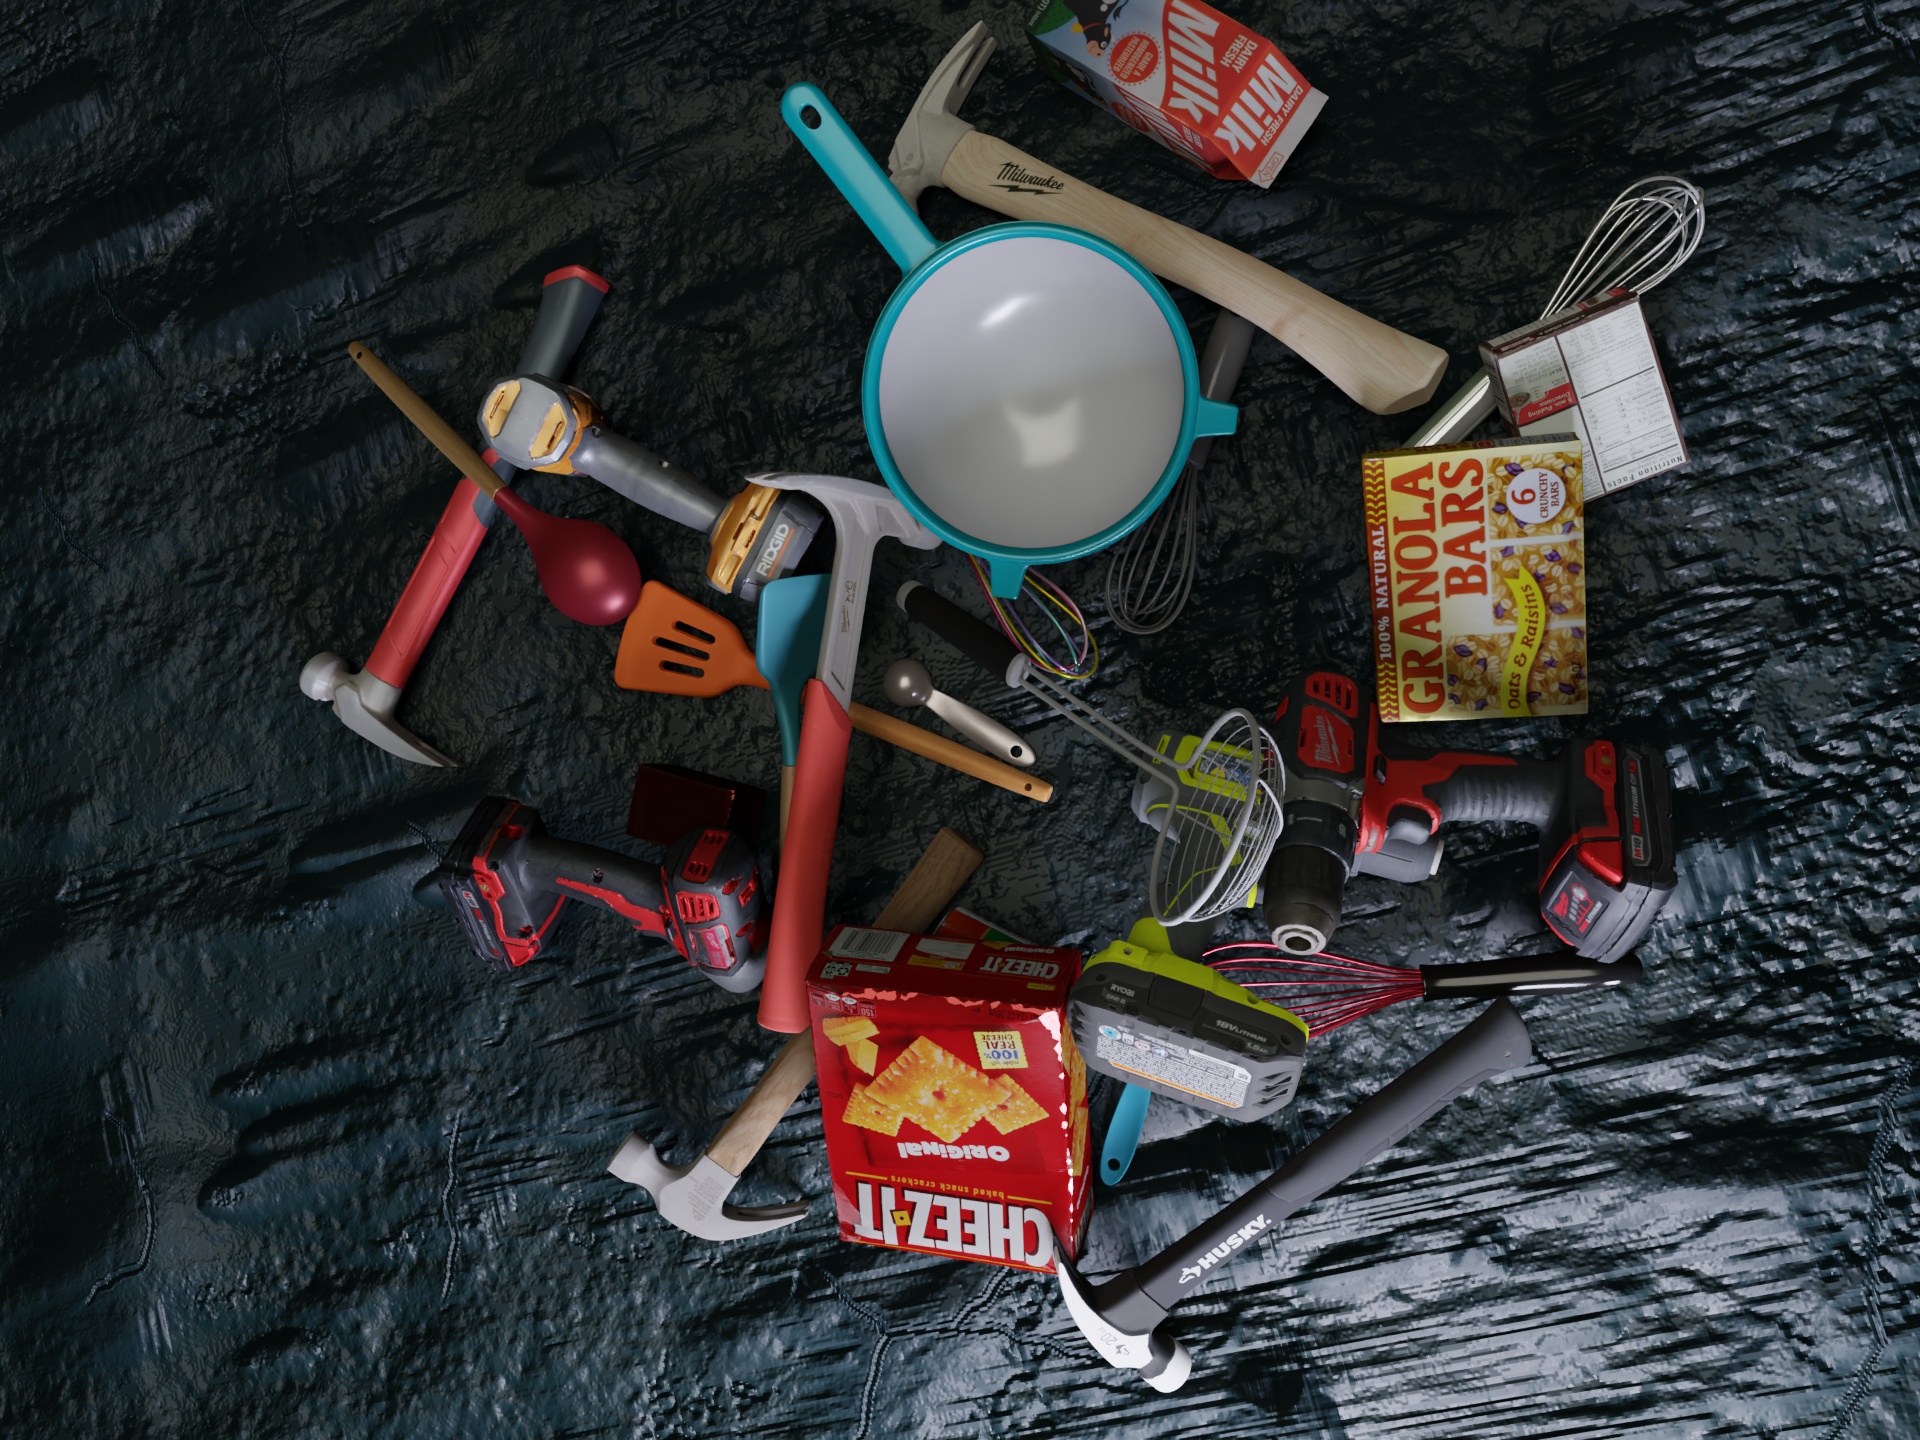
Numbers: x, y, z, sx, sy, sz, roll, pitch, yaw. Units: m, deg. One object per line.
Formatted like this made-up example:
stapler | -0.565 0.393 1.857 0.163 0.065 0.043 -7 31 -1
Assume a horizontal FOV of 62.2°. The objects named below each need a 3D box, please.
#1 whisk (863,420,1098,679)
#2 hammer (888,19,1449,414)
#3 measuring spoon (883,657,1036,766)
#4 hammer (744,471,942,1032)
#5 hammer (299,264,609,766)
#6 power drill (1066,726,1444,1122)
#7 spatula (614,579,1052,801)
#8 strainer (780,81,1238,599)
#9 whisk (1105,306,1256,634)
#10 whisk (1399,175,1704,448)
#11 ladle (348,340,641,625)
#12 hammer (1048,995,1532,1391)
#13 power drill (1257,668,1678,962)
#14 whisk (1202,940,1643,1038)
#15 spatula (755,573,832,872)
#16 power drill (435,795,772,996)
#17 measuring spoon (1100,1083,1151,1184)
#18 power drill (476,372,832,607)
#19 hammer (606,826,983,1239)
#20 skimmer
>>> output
whisk | 0.012 -0.121 1.083 0.047 0.051 0.245 -35 74 -9
hammer | 0.131 -0.318 1.034 0.411 0.038 0.146 32 95 21
measuring spoon | -0.002 -0.003 1.089 0.124 0.018 0.034 32 96 14
hammer | -0.096 0.023 1.027 0.037 0.149 0.359 13 95 47
hammer | -0.351 -0.155 1.187 0.143 0.038 0.386 31 96 14
power drill | 0.176 0.116 0.954 0.190 0.080 0.229 17 53 15
spatula | -0.087 -0.007 1.102 0.323 0.041 0.081 22 98 15
strainer | 0.008 -0.261 1.018 0.211 0.095 0.340 -37 97 18
whisk | 0.151 -0.169 1.039 0.055 0.055 0.239 19 88 16
whisk | 0.358 -0.235 0.982 0.057 0.059 0.246 41 104 -14
ladle | -0.346 -0.180 1.152 0.315 0.031 0.069 43 100 17
hammer | 0.204 0.278 0.970 0.335 0.035 0.146 -40 115 10
power drill | 0.281 0.070 0.913 0.226 0.080 0.188 13 50 5
whisk | 0.266 0.164 0.985 0.296 0.073 0.073 -6 86 11
spatula | -0.109 0.057 1.079 0.044 0.082 0.317 14 106 49
power drill | -0.235 0.128 1.100 0.220 0.143 0.079 6 45 15
measuring spoon | 0.117 0.246 1.048 0.042 0.021 0.128 19 102 13
power drill | -0.205 -0.163 1.096 0.226 0.185 0.084 28 96 -4
hammer | -0.093 0.214 1.088 0.130 0.031 0.331 37 93 -3
skimmer | 0.056 -0.007 0.965 0.364 0.090 0.127 37 111 39
